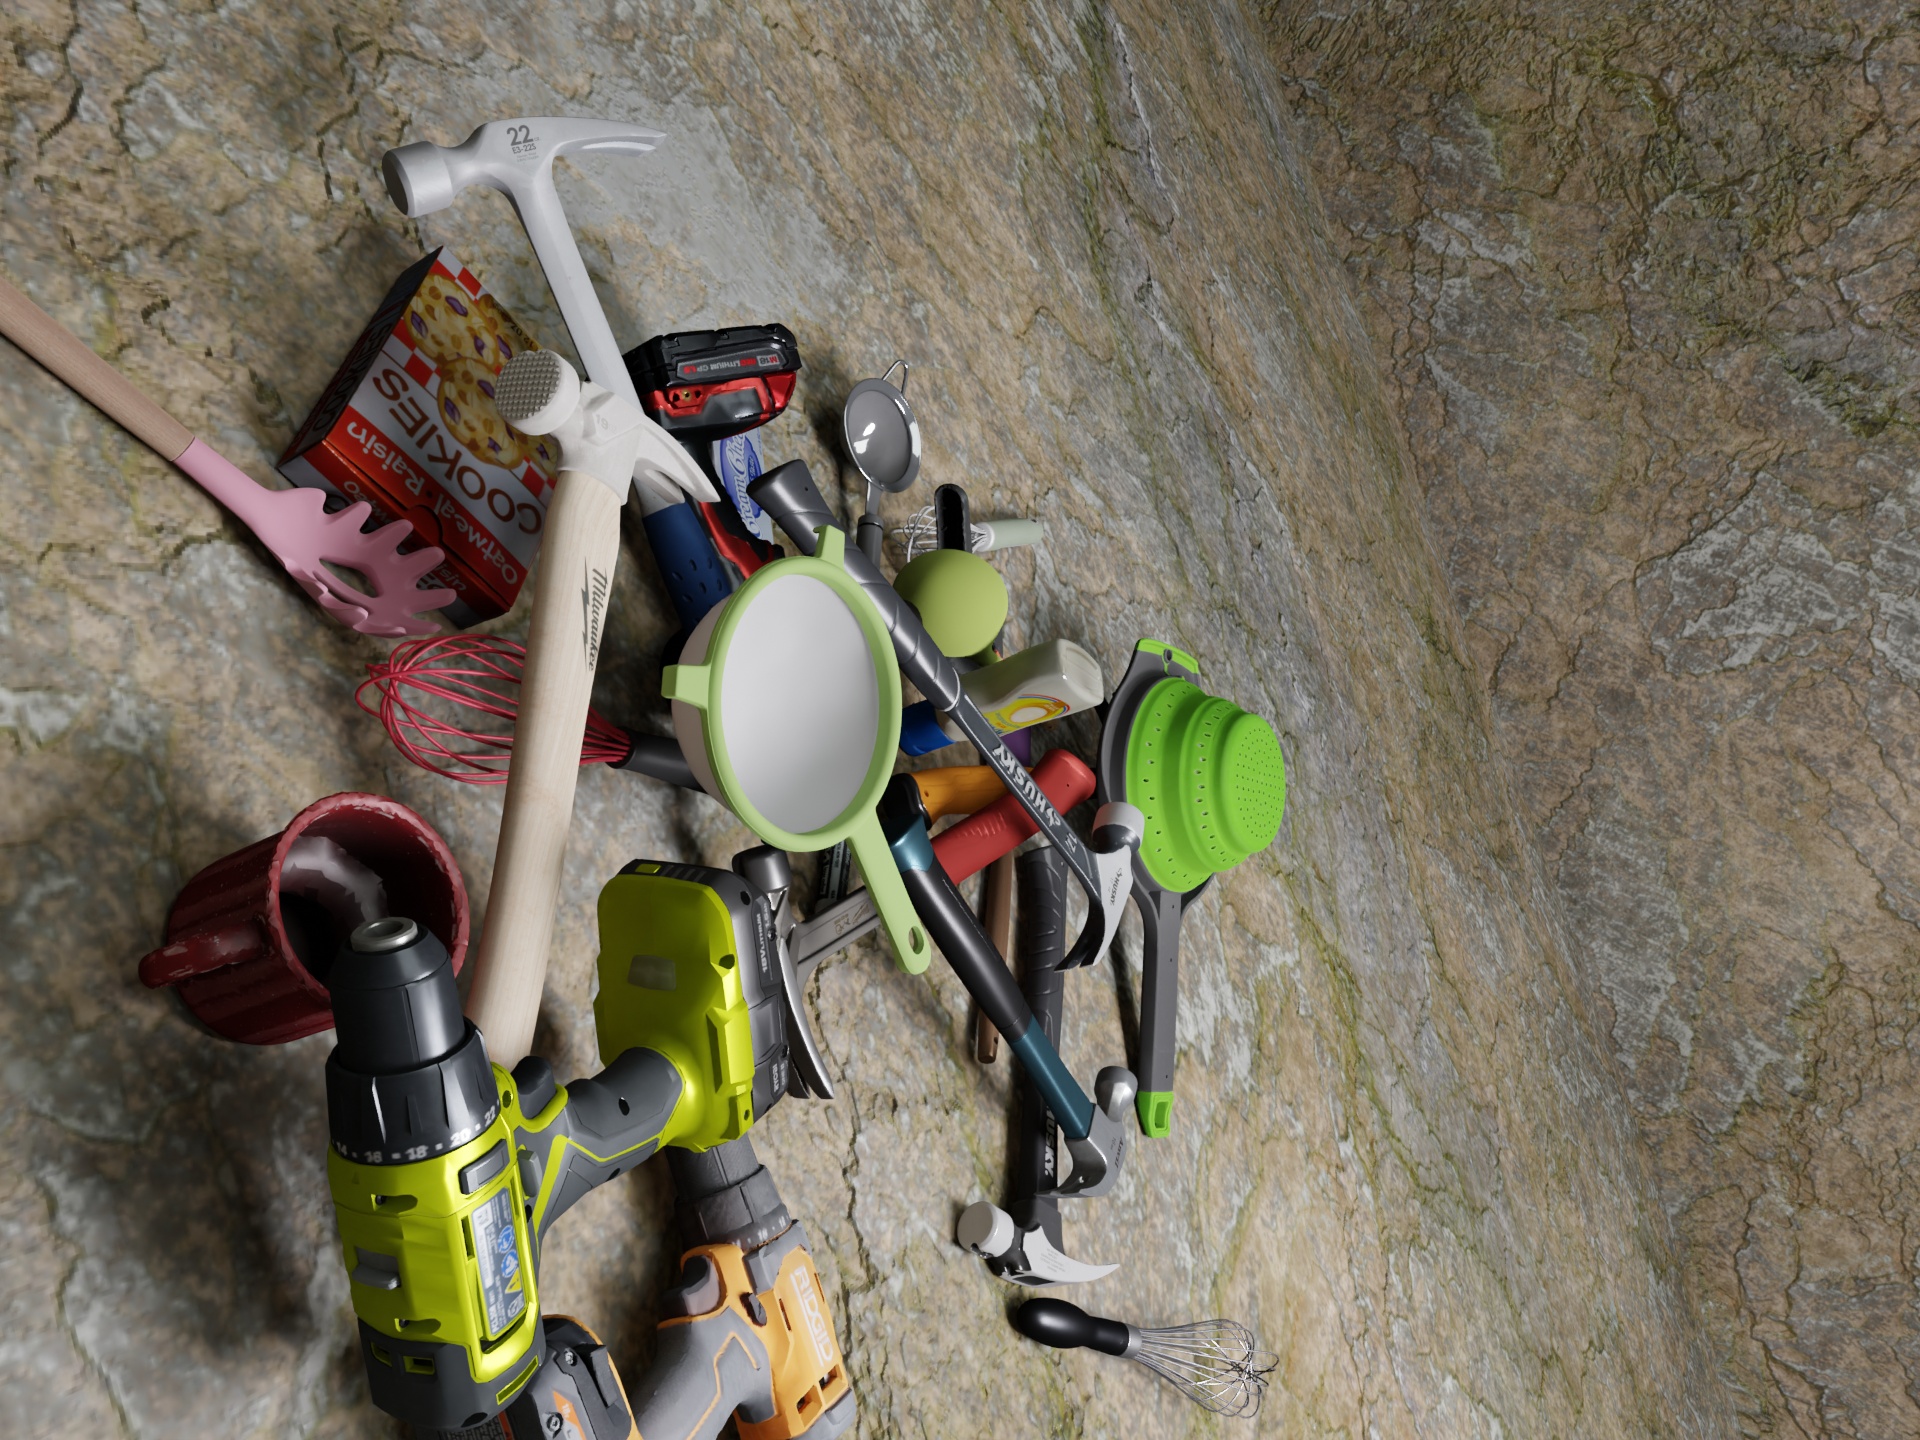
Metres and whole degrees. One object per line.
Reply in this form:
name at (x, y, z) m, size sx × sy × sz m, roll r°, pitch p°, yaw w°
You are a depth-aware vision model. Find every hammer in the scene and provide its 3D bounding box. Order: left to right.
hammer at (-0.189, 0.049, 0.729) m, size 0.146 × 0.038 × 0.411 m, roll 34°, pitch 60°, yaw -63°
hammer at (-0.159, -0.127, 0.861) m, size 0.144 × 0.035 × 0.405 m, roll -26°, pitch 101°, yaw -26°
hammer at (-0.010, 0.101, 1.030) m, size 0.359 × 0.037 × 0.149 m, roll -26°, pitch 105°, yaw -53°
hammer at (-0.002, -0.003, 0.997) m, size 0.408 × 0.036 × 0.149 m, roll 51°, pitch 38°, yaw -31°
hammer at (0.030, 0.183, 1.010) m, size 0.330 × 0.033 × 0.128 m, roll 60°, pitch 33°, yaw -30°
hammer at (0.050, 0.042, 1.194) m, size 0.336 × 0.034 × 0.127 m, roll -2°, pitch 77°, yaw -56°
hammer at (0.062, 0.234, 1.134) m, size 0.146 × 0.035 × 0.335 m, roll 41°, pitch 40°, yaw -39°

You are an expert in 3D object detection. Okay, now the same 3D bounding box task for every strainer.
strainer at (-0.083, 0.035, 0.850) m, size 0.151 × 0.069 × 0.256 m, roll -51°, pitch 131°, yaw -42°
strainer at (-0.067, -0.148, 1.151) m, size 0.086 × 0.050 × 0.259 m, roll 31°, pitch 53°, yaw -44°

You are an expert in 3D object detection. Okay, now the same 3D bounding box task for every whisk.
whisk at (-0.191, 0.011, 0.832) m, size 0.295 × 0.073 × 0.073 m, roll 21°, pitch 55°, yaw -59°
whisk at (0.013, -0.147, 1.284) m, size 0.246 × 0.058 × 0.059 m, roll -19°, pitch 123°, yaw -63°
whisk at (0.133, 0.436, 1.107) m, size 0.284 × 0.070 × 0.070 m, roll 32°, pitch 46°, yaw -40°

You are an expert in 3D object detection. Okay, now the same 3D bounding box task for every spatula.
spatula at (0.029, 0.108, 1.173) m, size 0.059 × 0.018 × 0.316 m, roll 43°, pitch 38°, yaw -36°

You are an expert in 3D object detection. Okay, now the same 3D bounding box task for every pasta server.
pasta server at (-0.351, -0.137, 0.678) m, size 0.315 × 0.040 × 0.060 m, roll 45°, pitch 40°, yaw -34°

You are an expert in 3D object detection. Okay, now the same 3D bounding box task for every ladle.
ladle at (0.028, -0.046, 1.175) m, size 0.320 × 0.078 × 0.062 m, roll 40°, pitch 38°, yaw -68°

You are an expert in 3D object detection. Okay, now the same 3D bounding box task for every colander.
colander at (0.194, 0.131, 1.265) m, size 0.204 × 0.094 × 0.397 m, roll 16°, pitch 75°, yaw -53°

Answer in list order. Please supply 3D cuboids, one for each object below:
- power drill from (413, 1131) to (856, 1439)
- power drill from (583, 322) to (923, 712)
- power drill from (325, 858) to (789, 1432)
power drill at (-0.140, 0.281, 0.730) m, size 0.226 × 0.084 × 0.185 m, roll -12°, pitch 83°, yaw -65°
power drill at (-0.118, -0.118, 0.967) m, size 0.188 × 0.080 × 0.226 m, roll -20°, pitch 96°, yaw -44°
power drill at (-0.164, 0.142, 0.652) m, size 0.228 × 0.080 × 0.190 m, roll -34°, pitch 124°, yaw -61°
